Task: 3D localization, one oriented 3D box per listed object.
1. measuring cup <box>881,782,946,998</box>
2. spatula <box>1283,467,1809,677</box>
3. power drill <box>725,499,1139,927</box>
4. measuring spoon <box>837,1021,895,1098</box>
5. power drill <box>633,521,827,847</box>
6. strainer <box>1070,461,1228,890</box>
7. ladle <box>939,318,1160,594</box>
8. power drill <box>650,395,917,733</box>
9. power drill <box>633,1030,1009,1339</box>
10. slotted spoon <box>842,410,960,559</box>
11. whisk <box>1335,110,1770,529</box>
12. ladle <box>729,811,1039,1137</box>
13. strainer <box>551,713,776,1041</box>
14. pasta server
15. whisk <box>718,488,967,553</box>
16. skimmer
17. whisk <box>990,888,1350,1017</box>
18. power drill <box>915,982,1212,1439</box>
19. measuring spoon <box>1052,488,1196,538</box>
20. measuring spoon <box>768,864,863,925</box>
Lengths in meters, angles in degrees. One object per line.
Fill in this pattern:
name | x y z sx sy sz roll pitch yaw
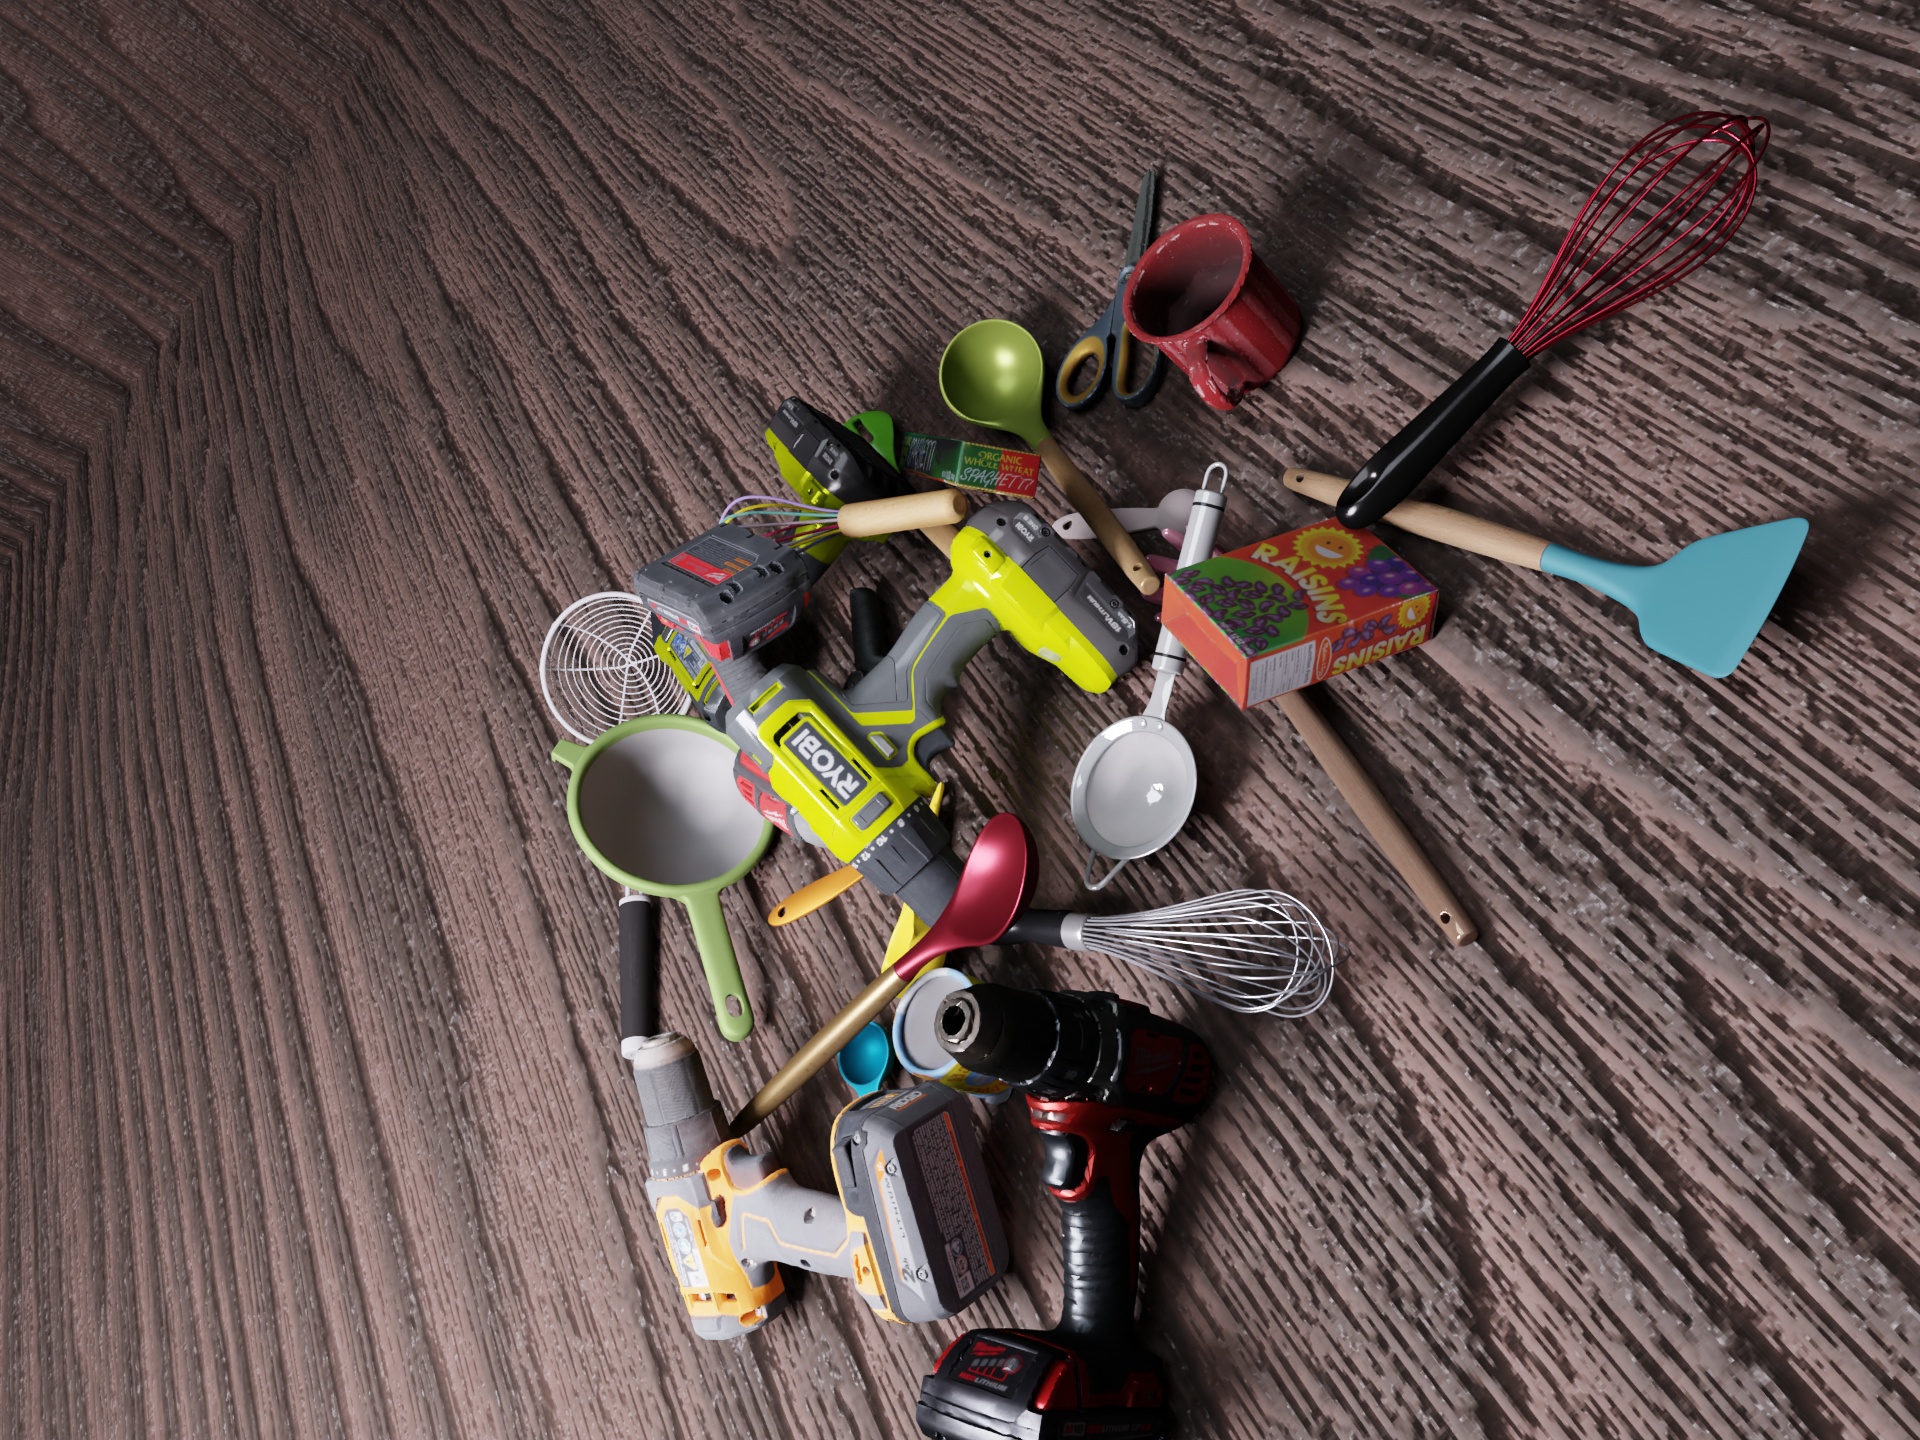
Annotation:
measuring cup | -0.018 0.109 1.026 0.062 0.029 0.157 125 162 -53
spatula | 0.287 -0.100 0.846 0.318 0.044 0.082 29 93 47
power drill | -0.002 -0.003 0.968 0.228 0.190 0.080 -44 -1 -8
measuring spoon | -0.048 0.250 0.989 0.042 0.021 0.129 -27 62 29
power drill | -0.124 -0.012 1.060 0.078 0.219 0.143 -34 34 -23
strainer | 0.122 -0.025 0.926 0.087 0.050 0.258 15 91 42
ladle | 0.060 -0.178 1.055 0.078 0.062 0.321 -35 39 7
power drill | -0.146 -0.120 1.190 0.223 0.080 0.171 -53 45 12
power drill | -0.098 0.264 0.934 0.226 0.084 0.185 -17 89 36
slotted spoon | -0.023 -0.150 1.168 0.070 0.031 0.314 -52 45 11
whisk | 0.314 -0.213 0.858 0.296 0.073 0.073 -45 45 12
ladle | -0.050 0.164 0.941 0.315 0.031 0.069 -46 37 29
strainer | -0.196 0.118 1.148 0.069 0.151 0.257 118 136 -54
pasta server | 0.190 0.001 0.886 0.060 0.040 0.317 -57 42 30
whisk | -0.088 -0.125 1.044 0.245 0.051 0.047 -1 36 45
skimmer | -0.261 0.073 1.218 0.127 0.090 0.364 -11 59 5
whisk | 0.094 0.122 0.900 0.285 0.070 0.070 0 68 48
power drill | 0.044 0.243 0.786 0.080 0.187 0.227 -3 71 42
measuring spoon | 0.105 -0.134 1.048 0.124 0.018 0.034 0 69 43
measuring spoon | -0.093 0.114 1.101 0.117 0.011 0.021 -31 50 27
